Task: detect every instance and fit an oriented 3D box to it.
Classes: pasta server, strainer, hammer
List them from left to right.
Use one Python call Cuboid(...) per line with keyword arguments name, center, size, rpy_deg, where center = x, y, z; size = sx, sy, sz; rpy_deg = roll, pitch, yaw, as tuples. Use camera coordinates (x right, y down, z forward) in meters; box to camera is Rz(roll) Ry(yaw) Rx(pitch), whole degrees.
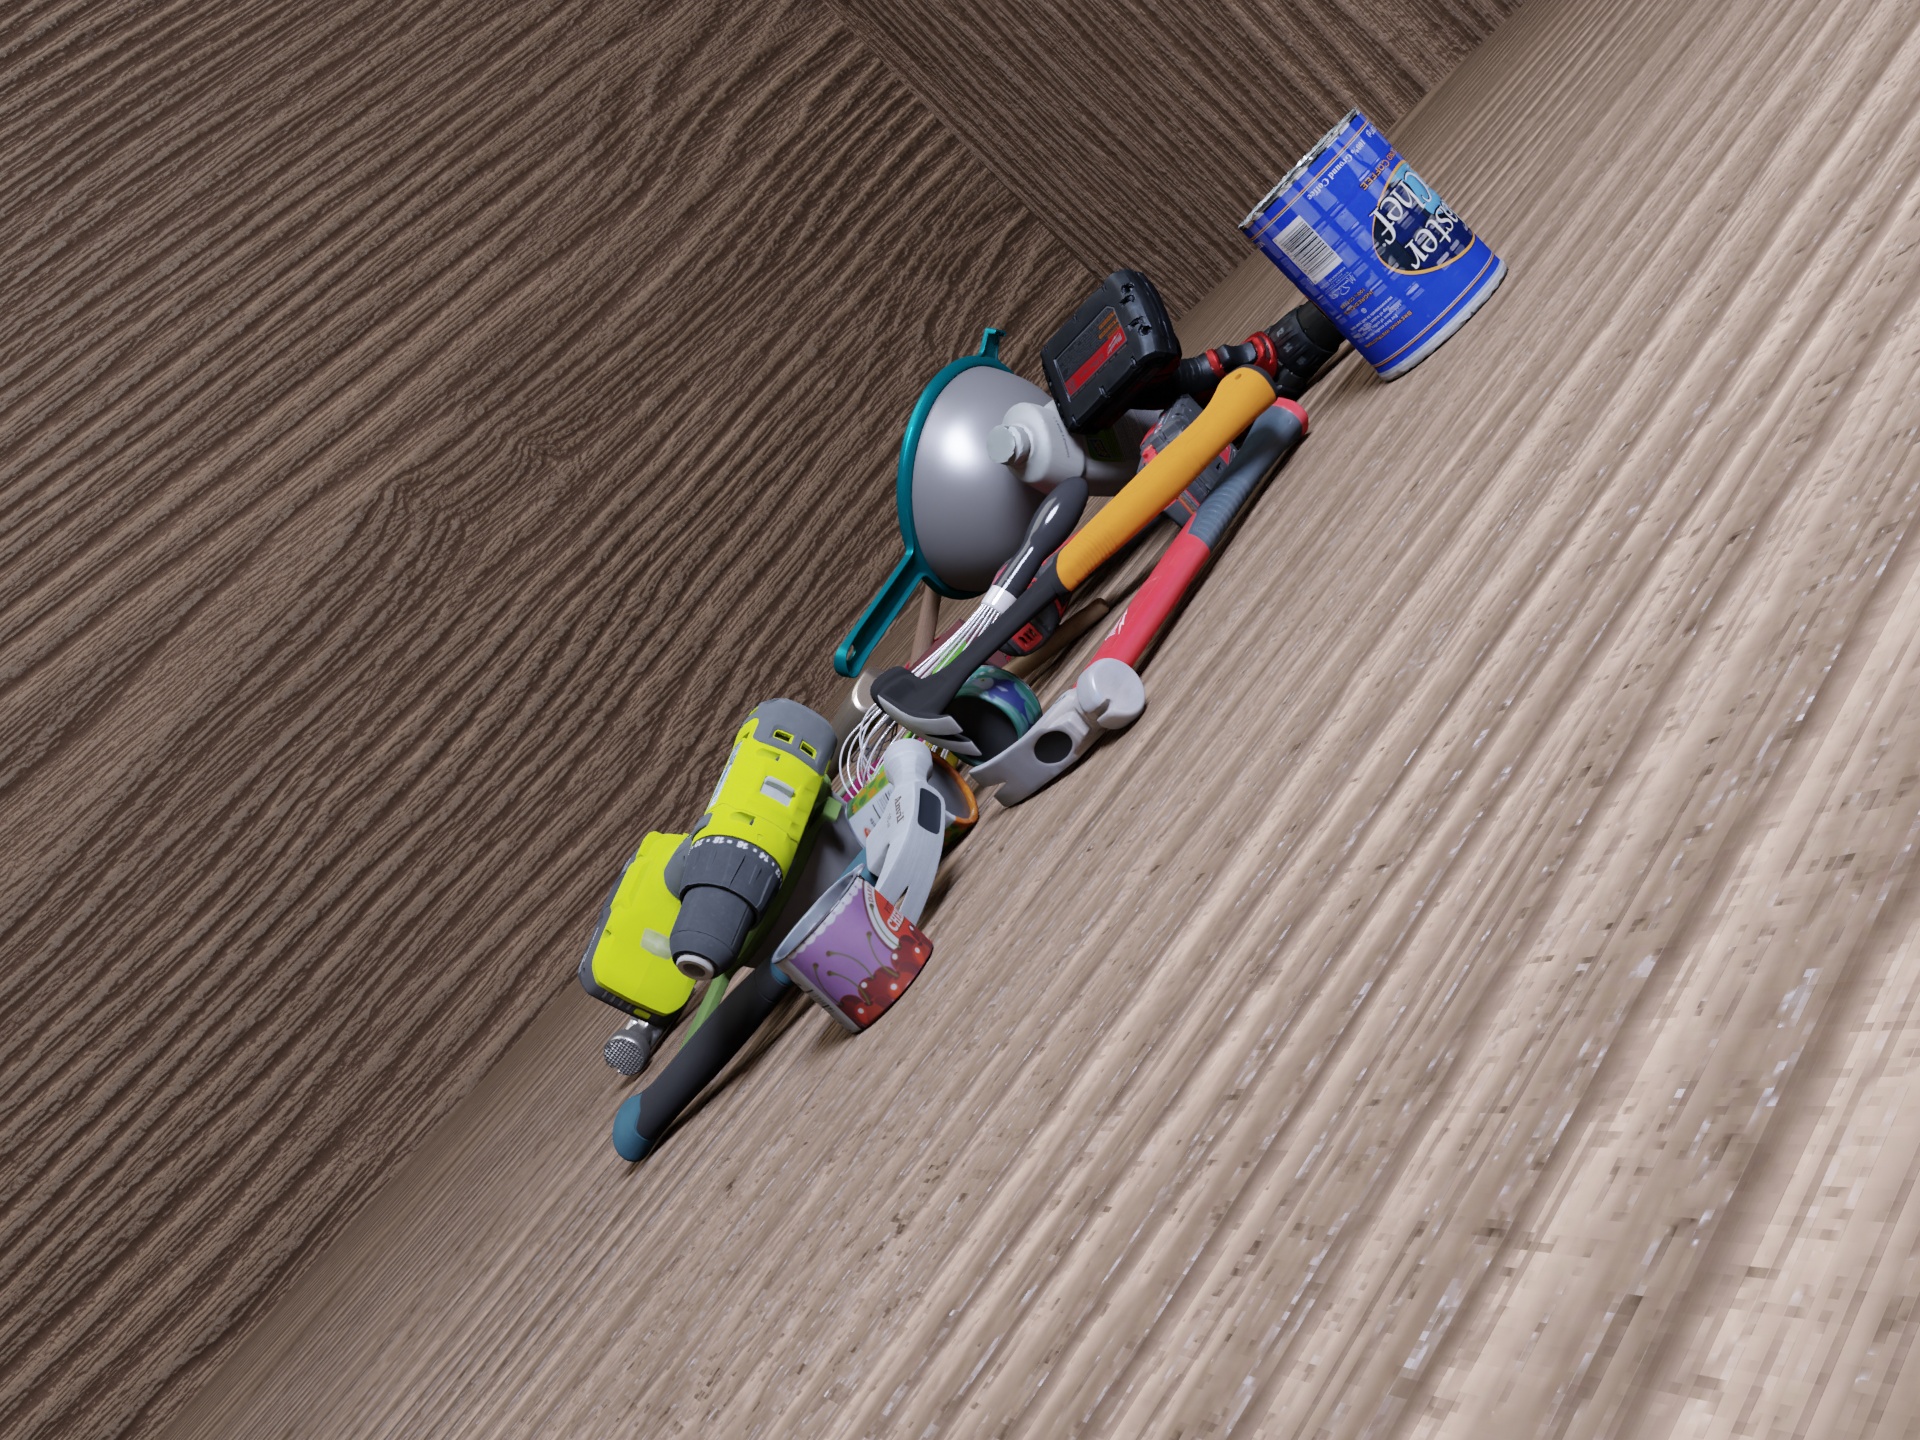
Cuboid(name="hammer", center=(-0.170, 0.120, 1.341), size=(0.410, 0.038, 0.146), rpy_deg=(-55, 2, 21))
Cuboid(name="hammer", center=(-0.117, 0.161, 0.982), size=(0.331, 0.033, 0.128), rpy_deg=(-49, 27, 23))
Cuboid(name="strainer", center=(-0.127, 0.162, 1.092), size=(0.256, 0.069, 0.151), rpy_deg=(-64, 12, -1))
Cuboid(name="pasta server", center=(-0.035, -0.097, 1.401), size=(0.060, 0.040, 0.316), rpy_deg=(4, -84, -80))
Cuboid(name="strainer", center=(0.013, -0.157, 1.329), size=(0.095, 0.210, 0.340), rpy_deg=(11, 53, 33))
Cuboid(name="hammer", center=(0.087, -0.111, 1.030), size=(0.337, 0.034, 0.127), rpy_deg=(-44, 27, -9))
Cuboid(name="hammer", center=(0.134, -0.095, 1.034), size=(0.143, 0.038, 0.386), rpy_deg=(-41, 9, 49))

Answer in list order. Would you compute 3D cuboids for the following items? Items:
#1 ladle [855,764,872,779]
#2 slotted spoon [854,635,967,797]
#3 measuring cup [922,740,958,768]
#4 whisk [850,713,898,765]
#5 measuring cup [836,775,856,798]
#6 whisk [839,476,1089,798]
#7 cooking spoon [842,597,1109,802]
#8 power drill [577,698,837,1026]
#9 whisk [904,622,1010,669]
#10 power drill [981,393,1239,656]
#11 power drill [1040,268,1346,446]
Cuboid(name="ladle", center=(-0.081, 0.083, 1.358), size=(0.069, 0.031, 0.315), rpy_deg=(-54, 8, 5))
Cuboid(name="slotted spoon", center=(-0.075, 0.067, 1.222), size=(0.313, 0.031, 0.070), rpy_deg=(-55, -7, 20))
Cuboid(name="measuring cup", center=(-0.041, 0.075, 1.202), size=(0.062, 0.029, 0.157), rpy_deg=(-42, 20, 55))
Cuboid(name="whisk", center=(-0.070, -0.006, 1.580), size=(0.055, 0.055, 0.239), rpy_deg=(-50, 0, -27))
Cuboid(name="measuring cup", center=(-0.105, 0.096, 1.286), size=(0.167, 0.038, 0.083), rpy_deg=(-50, 6, 49))
Cuboid(name="whisk", center=(0.011, -0.056, 1.126), size=(0.284, 0.070, 0.070), rpy_deg=(-56, 8, -8))
Cuboid(name="cooking spoon", center=(-0.002, -0.004, 1.303), size=(0.319, 0.017, 0.069), rpy_deg=(-37, 11, 26))
Cuboid(name="power drill", center=(-0.169, 0.111, 1.033), size=(0.228, 0.080, 0.191), rpy_deg=(-45, 21, 48))
Cuboid(name="whisk", center=(0.059, -0.096, 1.424), size=(0.296, 0.073, 0.073), rpy_deg=(-40, 8, 11))
Cuboid(name="power drill", center=(0.112, -0.144, 1.218), size=(0.219, 0.078, 0.143), rpy_deg=(-39, 9, 22))
Cuboid(name="power drill", center=(0.198, -0.290, 1.245), size=(0.226, 0.080, 0.188), rpy_deg=(-2, -25, -38))
